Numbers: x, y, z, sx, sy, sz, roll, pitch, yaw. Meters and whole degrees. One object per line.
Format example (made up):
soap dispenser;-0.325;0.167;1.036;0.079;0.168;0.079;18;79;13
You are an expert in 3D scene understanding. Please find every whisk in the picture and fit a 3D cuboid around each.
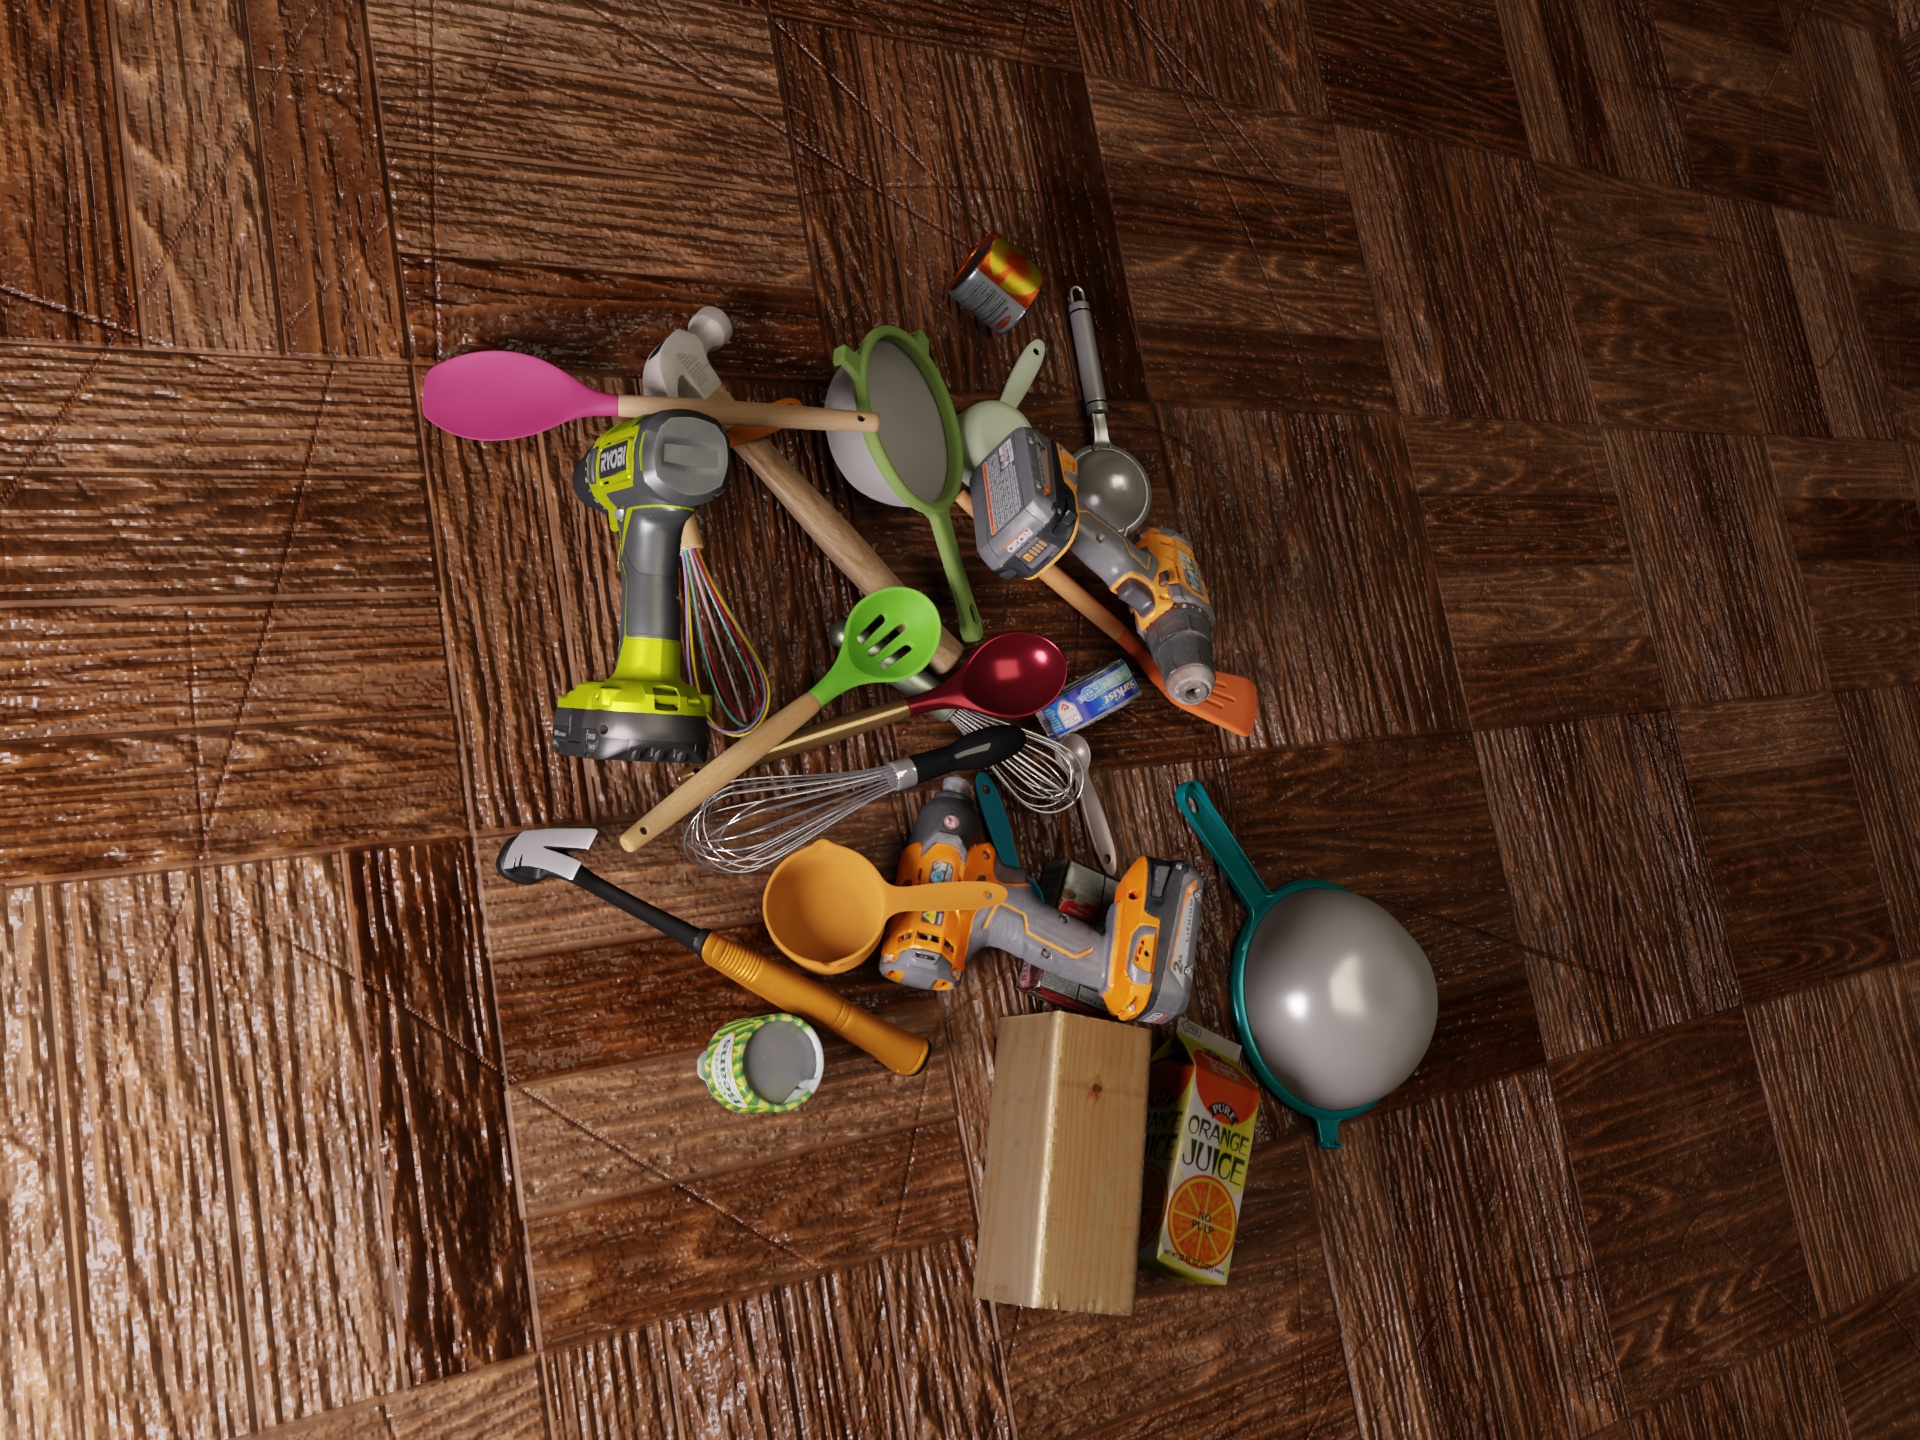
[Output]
whisk;-0.071;0.047;1.168;0.284;0.070;0.070;-17;87;-27
whisk;-0.189;-0.105;1.166;0.051;0.047;0.245;-7;77;-51
whisk;-0.002;-0.004;1.255;0.246;0.058;0.059;35;99;-15

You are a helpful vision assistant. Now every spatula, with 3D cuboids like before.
spatula;0.126;-0.095;1.359;0.322;0.041;0.081;39;37;-16

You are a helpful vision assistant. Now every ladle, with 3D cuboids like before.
ladle;-0.063;-0.001;1.193;0.315;0.031;0.069;-17;74;-22

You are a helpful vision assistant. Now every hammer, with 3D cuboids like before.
hammer;-0.149;0.164;1.084;0.336;0.127;0.034;34;67;-27
hammer;-0.116;-0.161;1.221;0.331;0.031;0.130;47;43;-16

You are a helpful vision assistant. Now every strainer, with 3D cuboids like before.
strainer;0.121;-0.269;1.405;0.087;0.050;0.258;-4;76;-18
strainer;-0.047;-0.180;1.264;0.151;0.069;0.256;-38;113;-60
strainer;0.306;0.185;1.364;0.211;0.095;0.340;-41;101;-33

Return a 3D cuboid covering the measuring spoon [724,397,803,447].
measuring spoon;-0.150;-0.221;1.184;0.021;0.011;0.117;57;41;-6

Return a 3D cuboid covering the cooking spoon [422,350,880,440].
cooking spoon;-0.216;-0.221;1.128;0.319;0.017;0.069;2;75;-7

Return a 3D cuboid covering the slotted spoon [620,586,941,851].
slotted spoon;-0.125;-0.002;1.135;0.070;0.031;0.314;50;54;-1

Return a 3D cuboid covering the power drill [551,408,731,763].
power drill;-0.222;-0.089;1.073;0.080;0.191;0.228;4;90;-31

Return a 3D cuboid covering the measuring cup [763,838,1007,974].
measuring cup;-0.054;0.136;1.143;0.173;0.052;0.095;-3;68;-7

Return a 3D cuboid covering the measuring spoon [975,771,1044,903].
measuring spoon;0.031;0.104;1.266;0.042;0.021;0.129;-7;72;-33

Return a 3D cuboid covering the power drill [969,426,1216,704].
power drill;0.119;-0.118;1.290;0.226;0.084;0.186;29;35;-30

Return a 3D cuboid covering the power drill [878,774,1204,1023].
power drill;0.063;0.135;1.203;0.226;0.084;0.164;12;68;-4

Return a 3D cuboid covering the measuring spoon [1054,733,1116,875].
measuring spoon;0.104;0.071;1.320;0.034;0.018;0.124;-22;96;-38

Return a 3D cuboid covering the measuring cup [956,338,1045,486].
measuring cup;0.046;-0.269;1.356;0.083;0.038;0.168;35;64;-20
